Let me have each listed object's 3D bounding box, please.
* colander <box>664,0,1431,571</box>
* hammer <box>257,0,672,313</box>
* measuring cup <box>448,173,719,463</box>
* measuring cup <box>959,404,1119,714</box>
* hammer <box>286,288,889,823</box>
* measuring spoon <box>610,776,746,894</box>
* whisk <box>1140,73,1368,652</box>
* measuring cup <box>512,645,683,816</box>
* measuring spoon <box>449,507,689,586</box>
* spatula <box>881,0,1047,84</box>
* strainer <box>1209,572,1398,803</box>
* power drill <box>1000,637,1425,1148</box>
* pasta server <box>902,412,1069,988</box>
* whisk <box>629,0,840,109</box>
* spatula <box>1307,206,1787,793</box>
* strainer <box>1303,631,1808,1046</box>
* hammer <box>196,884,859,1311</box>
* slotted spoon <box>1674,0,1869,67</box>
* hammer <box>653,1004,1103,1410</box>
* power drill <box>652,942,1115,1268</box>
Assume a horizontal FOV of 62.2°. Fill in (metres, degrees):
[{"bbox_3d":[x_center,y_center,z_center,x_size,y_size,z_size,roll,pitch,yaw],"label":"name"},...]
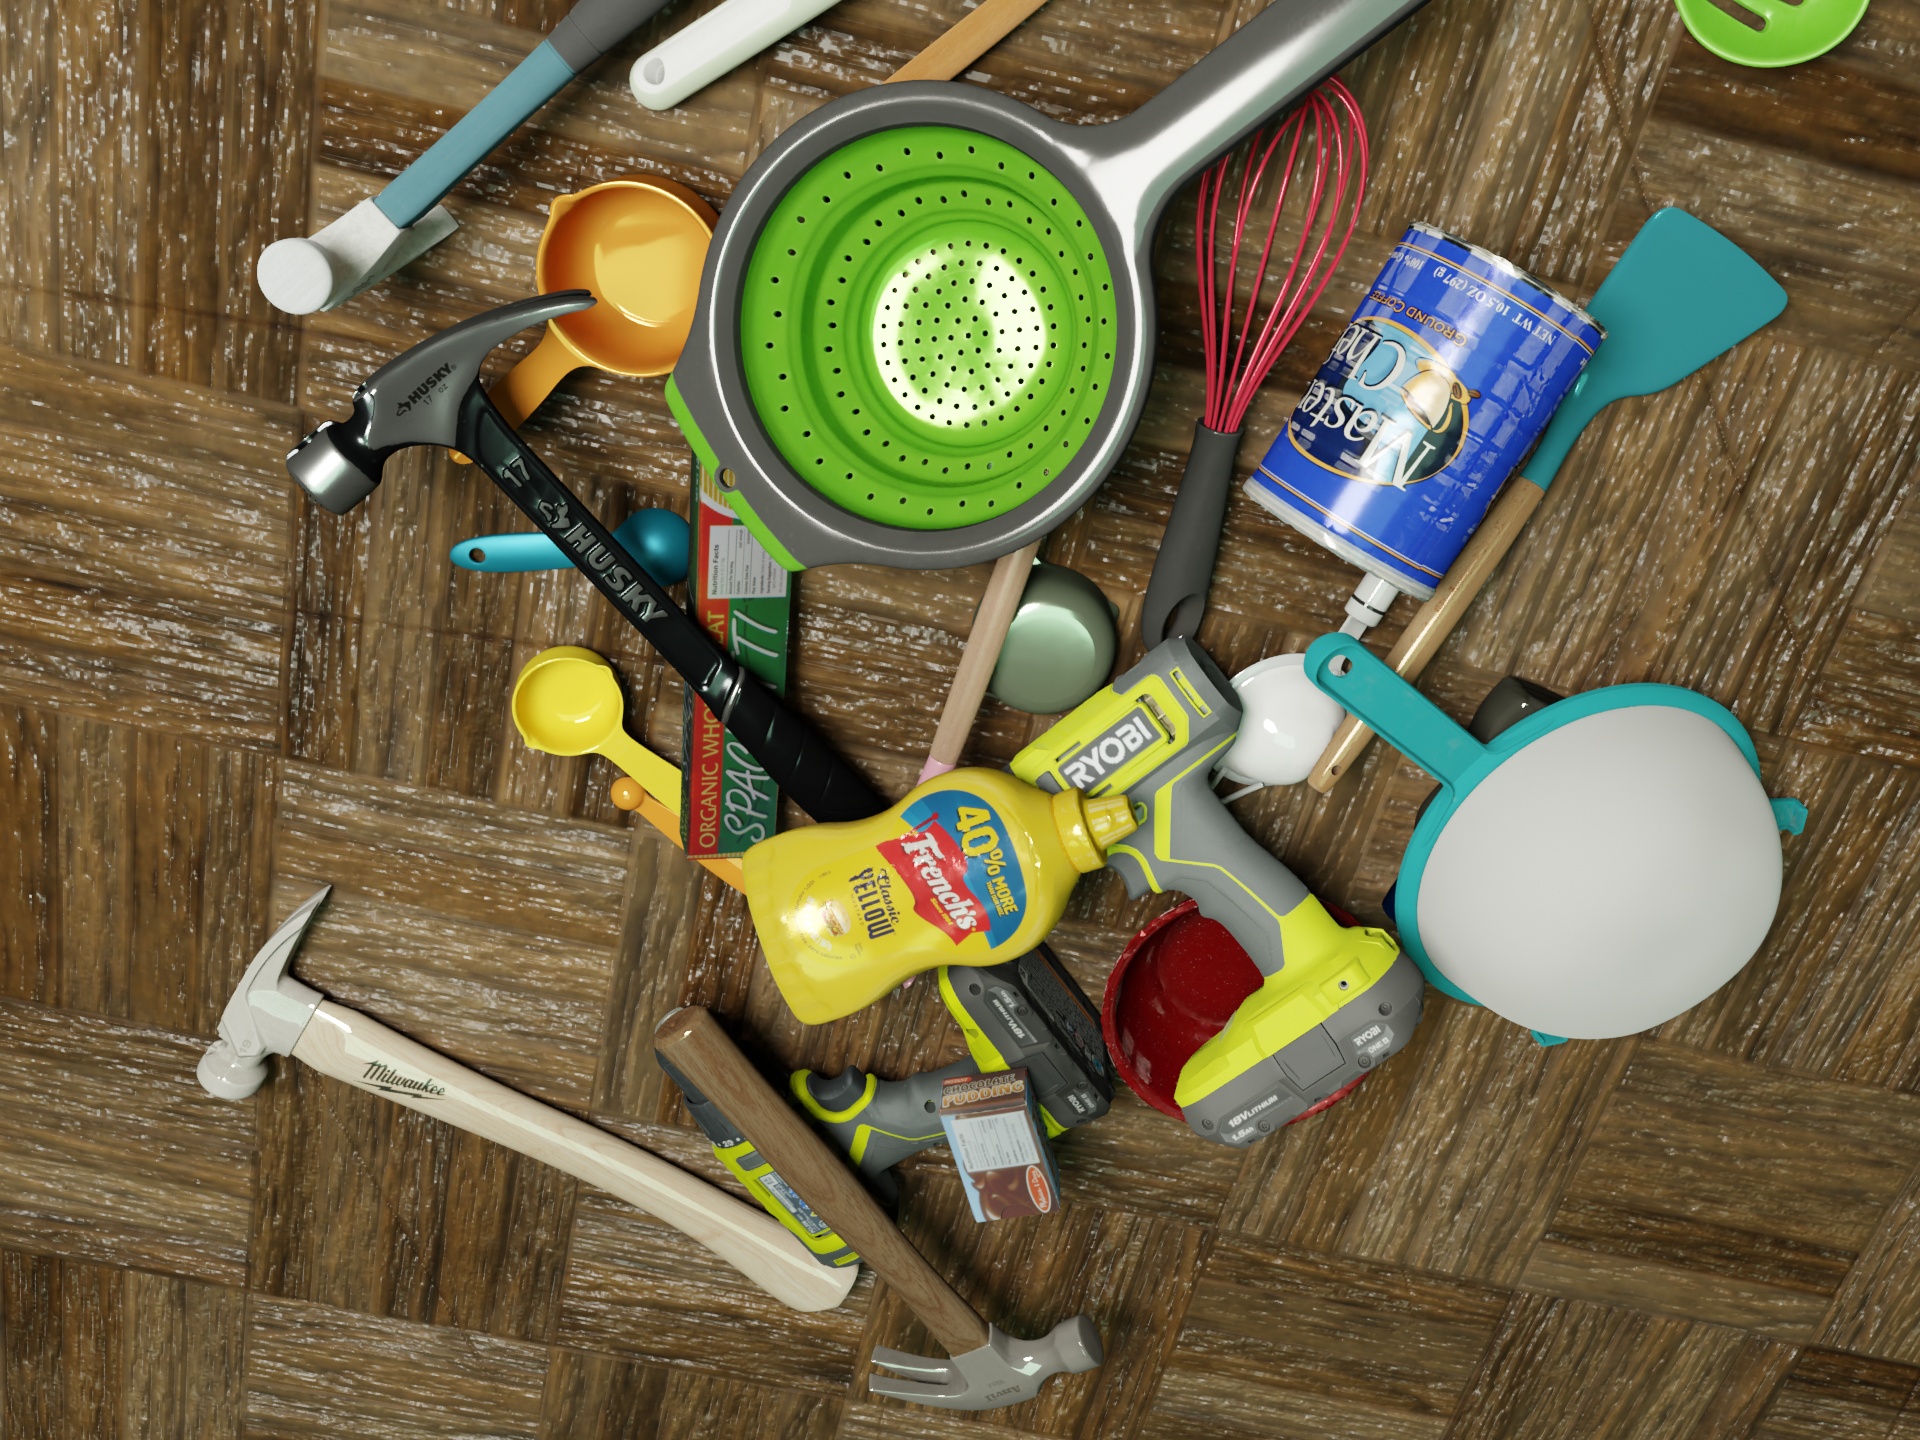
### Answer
[{"bbox_3d":[0.057,-0.217,0.693,0.397,0.094,0.204,-33,92,19],"label":"colander"},{"bbox_3d":[-0.160,-0.293,0.681,0.331,0.128,0.033,-39,109,7],"label":"hammer"},{"bbox_3d":[-0.179,-0.185,0.756,0.173,0.052,0.095,-37,108,21],"label":"measuring cup"},{"bbox_3d":[0.029,-0.078,0.806,0.083,0.038,0.167,-16,115,8],"label":"measuring cup"},{"bbox_3d":[-0.122,-0.030,0.788,0.149,0.036,0.408,-41,122,1],"label":"hammer"},{"bbox_3d":[-0.147,0.071,0.892,0.116,0.011,0.021,38,110,-15],"label":"measuring spoon"},{"bbox_3d":[0.128,-0.159,0.760,0.073,0.073,0.295,9,120,-3],"label":"whisk"},{"bbox_3d":[-0.175,0.016,0.866,0.062,0.029,0.156,-43,119,10],"label":"measuring cup"},{"bbox_3d":[-0.200,-0.084,0.816,0.128,0.021,0.042,-2,114,1],"label":"measuring spoon"},{"bbox_3d":[0.019,-0.316,0.697,0.322,0.041,0.081,-33,86,17],"label":"spatula"},{"bbox_3d":[0.203,-0.049,0.817,0.086,0.050,0.258,20,111,-25],"label":"strainer"},{"bbox_3d":[0.112,0.094,0.810,0.171,0.080,0.223,-38,85,17],"label":"power drill"},{"bbox_3d":[-0.001,-0.003,0.800,0.060,0.040,0.316,22,109,5],"label":"pasta server"},{"bbox_3d":[-0.043,-0.328,0.678,0.246,0.059,0.058,-22,88,22],"label":"whisk"},{"bbox_3d":[0.268,-0.093,0.778,0.082,0.044,0.317,29,102,-16],"label":"spatula"},{"bbox_3d":[0.295,0.063,0.786,0.340,0.095,0.211,32,108,-31],"label":"strainer"},{"bbox_3d":[-0.240,0.247,0.962,0.410,0.038,0.146,30,110,-12],"label":"hammer"},{"bbox_3d":[0.246,-0.372,0.676,0.313,0.031,0.070,25,112,-8],"label":"slotted spoon"},{"bbox_3d":[-0.060,0.284,0.902,0.130,0.031,0.331,-30,112,19],"label":"hammer"},{"bbox_3d":[-0.046,0.203,0.916,0.228,0.080,0.190,-30,111,17],"label":"power drill"}]
